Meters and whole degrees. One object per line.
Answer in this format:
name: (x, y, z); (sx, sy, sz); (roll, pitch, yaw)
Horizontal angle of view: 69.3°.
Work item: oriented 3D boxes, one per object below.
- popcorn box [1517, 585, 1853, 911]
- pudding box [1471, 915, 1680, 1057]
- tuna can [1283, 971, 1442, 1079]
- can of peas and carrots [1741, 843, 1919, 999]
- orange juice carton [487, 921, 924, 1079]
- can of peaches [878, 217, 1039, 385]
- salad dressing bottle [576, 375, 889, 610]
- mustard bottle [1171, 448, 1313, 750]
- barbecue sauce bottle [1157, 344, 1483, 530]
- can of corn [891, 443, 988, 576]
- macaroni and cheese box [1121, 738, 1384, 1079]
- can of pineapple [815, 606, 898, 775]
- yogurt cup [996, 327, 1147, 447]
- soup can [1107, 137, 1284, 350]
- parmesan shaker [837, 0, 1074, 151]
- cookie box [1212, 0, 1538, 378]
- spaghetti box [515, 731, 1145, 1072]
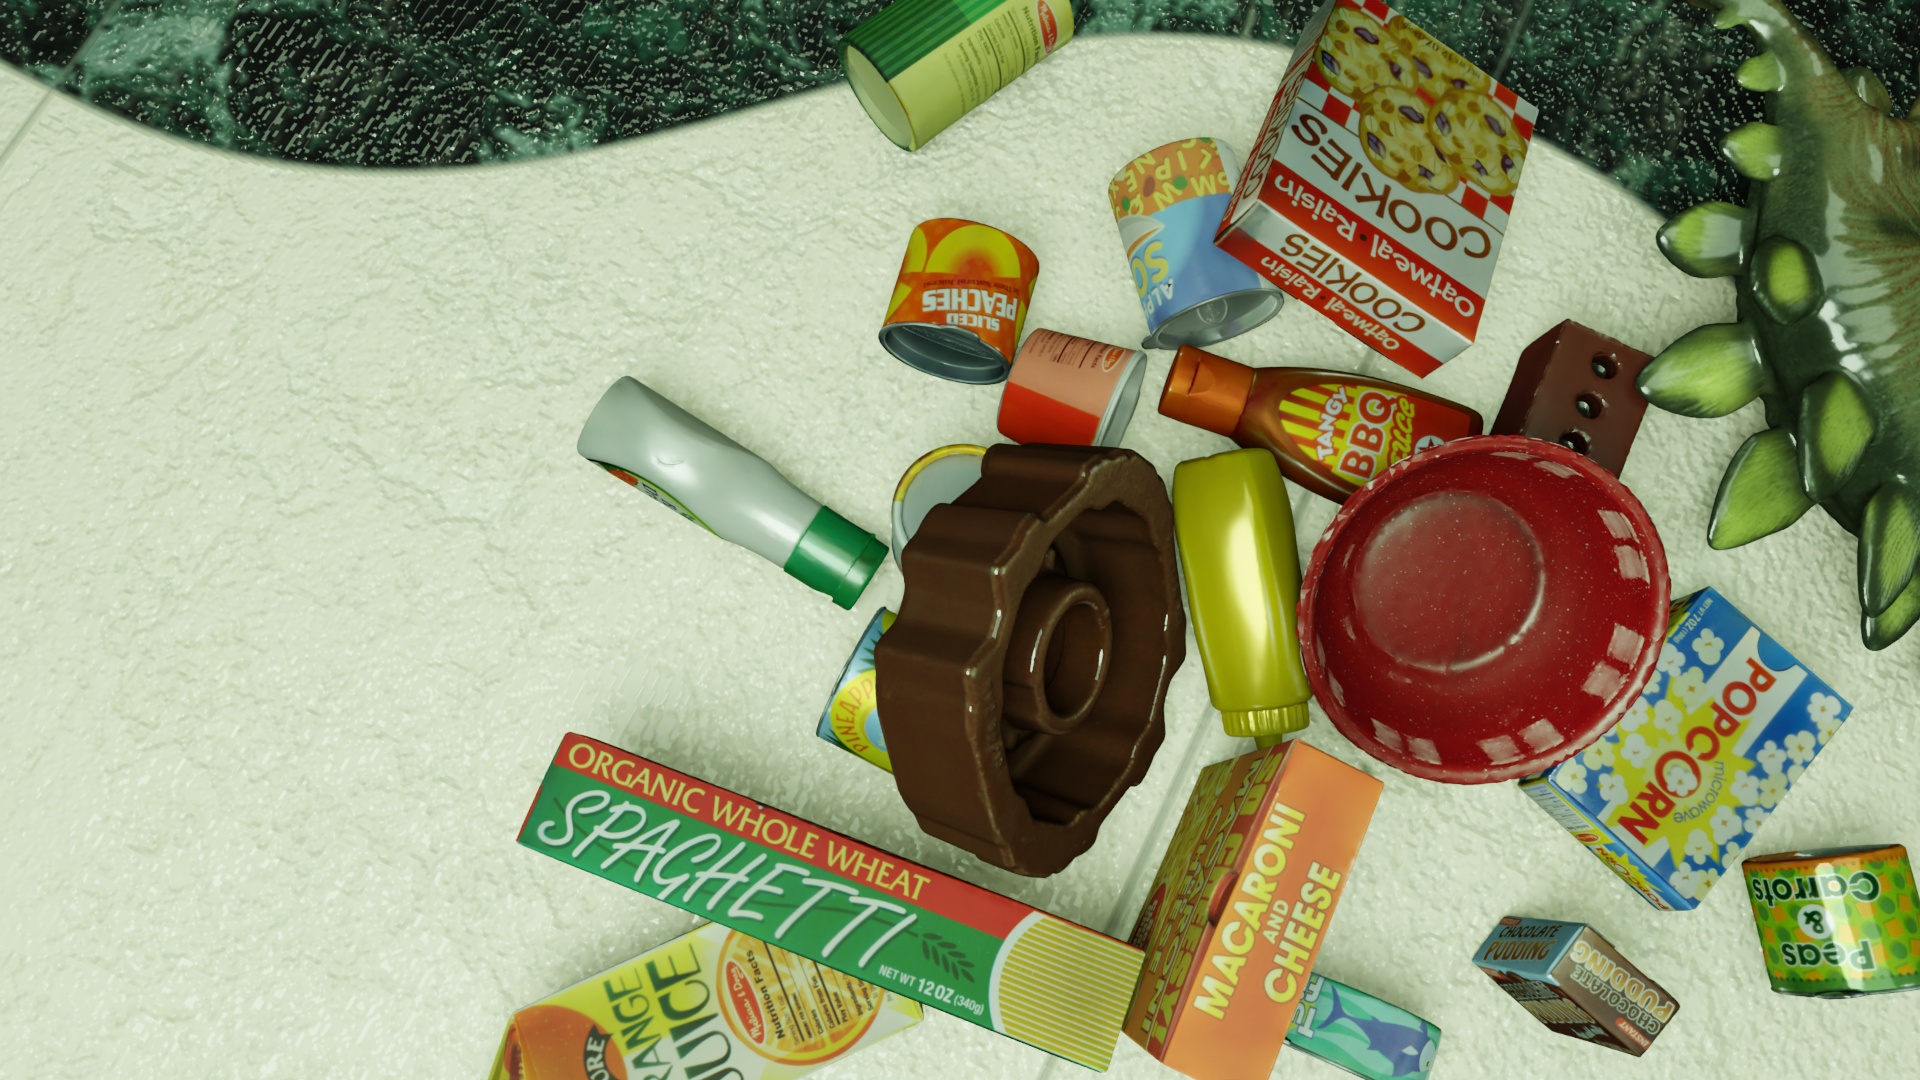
popcorn box: (0.336, 0.097, 0.646); (0.085, 0.038, 0.127); (43, 79, 9)
pudding box: (0.262, 0.189, 0.598); (0.050, 0.083, 0.030); (42, 80, 7)
tuna can: (0.168, 0.212, 0.598); (0.071, 0.071, 0.033); (23, 76, 3)
can of peas and carrots: (0.388, 0.168, 0.615); (0.071, 0.070, 0.059); (-6, 77, -3)
orange juice carton: (-0.117, 0.207, 0.586); (0.193, 0.071, 0.073); (-23, 79, -8)
can of peaches: (0.001, -0.115, 0.668); (0.071, 0.071, 0.058); (16, 76, 2)
salad dressing bottle: (-0.104, -0.020, 0.649); (0.148, 0.064, 0.044); (32, 86, -2)
mustard bottle: (0.133, 0.039, 0.640); (0.049, 0.065, 0.160); (-10, 86, 28)
barbecue sauce bottle: (0.172, -0.055, 0.674); (0.148, 0.043, 0.065); (19, 84, 3)
can of corn: (0.002, -0.008, 0.649); (0.071, 0.058, 0.071); (0, 77, -2)
macaroni and cheese box: (0.106, 0.149, 0.560); (0.040, 0.166, 0.124); (25, 77, 5)
can of pineapple: (-0.025, 0.072, 0.623); (0.058, 0.071, 0.071); (27, 77, 4)
yogurt cup: (0.052, -0.067, 0.663); (0.054, 0.072, 0.072); (23, 77, 11)
soup can: (0.112, -0.144, 0.682); (0.071, 0.071, 0.084); (-14, 77, -5)
parmesan shaker: (-0.004, -0.255, 0.701); (0.103, 0.071, 0.071); (-37, 81, -9)
cookie box: (0.204, -0.176, 0.673); (0.123, 0.040, 0.168); (30, 61, -9)
spaghetti box: (-0.052, 0.142, 0.552); (0.250, 0.028, 0.050); (21, 76, 2)
